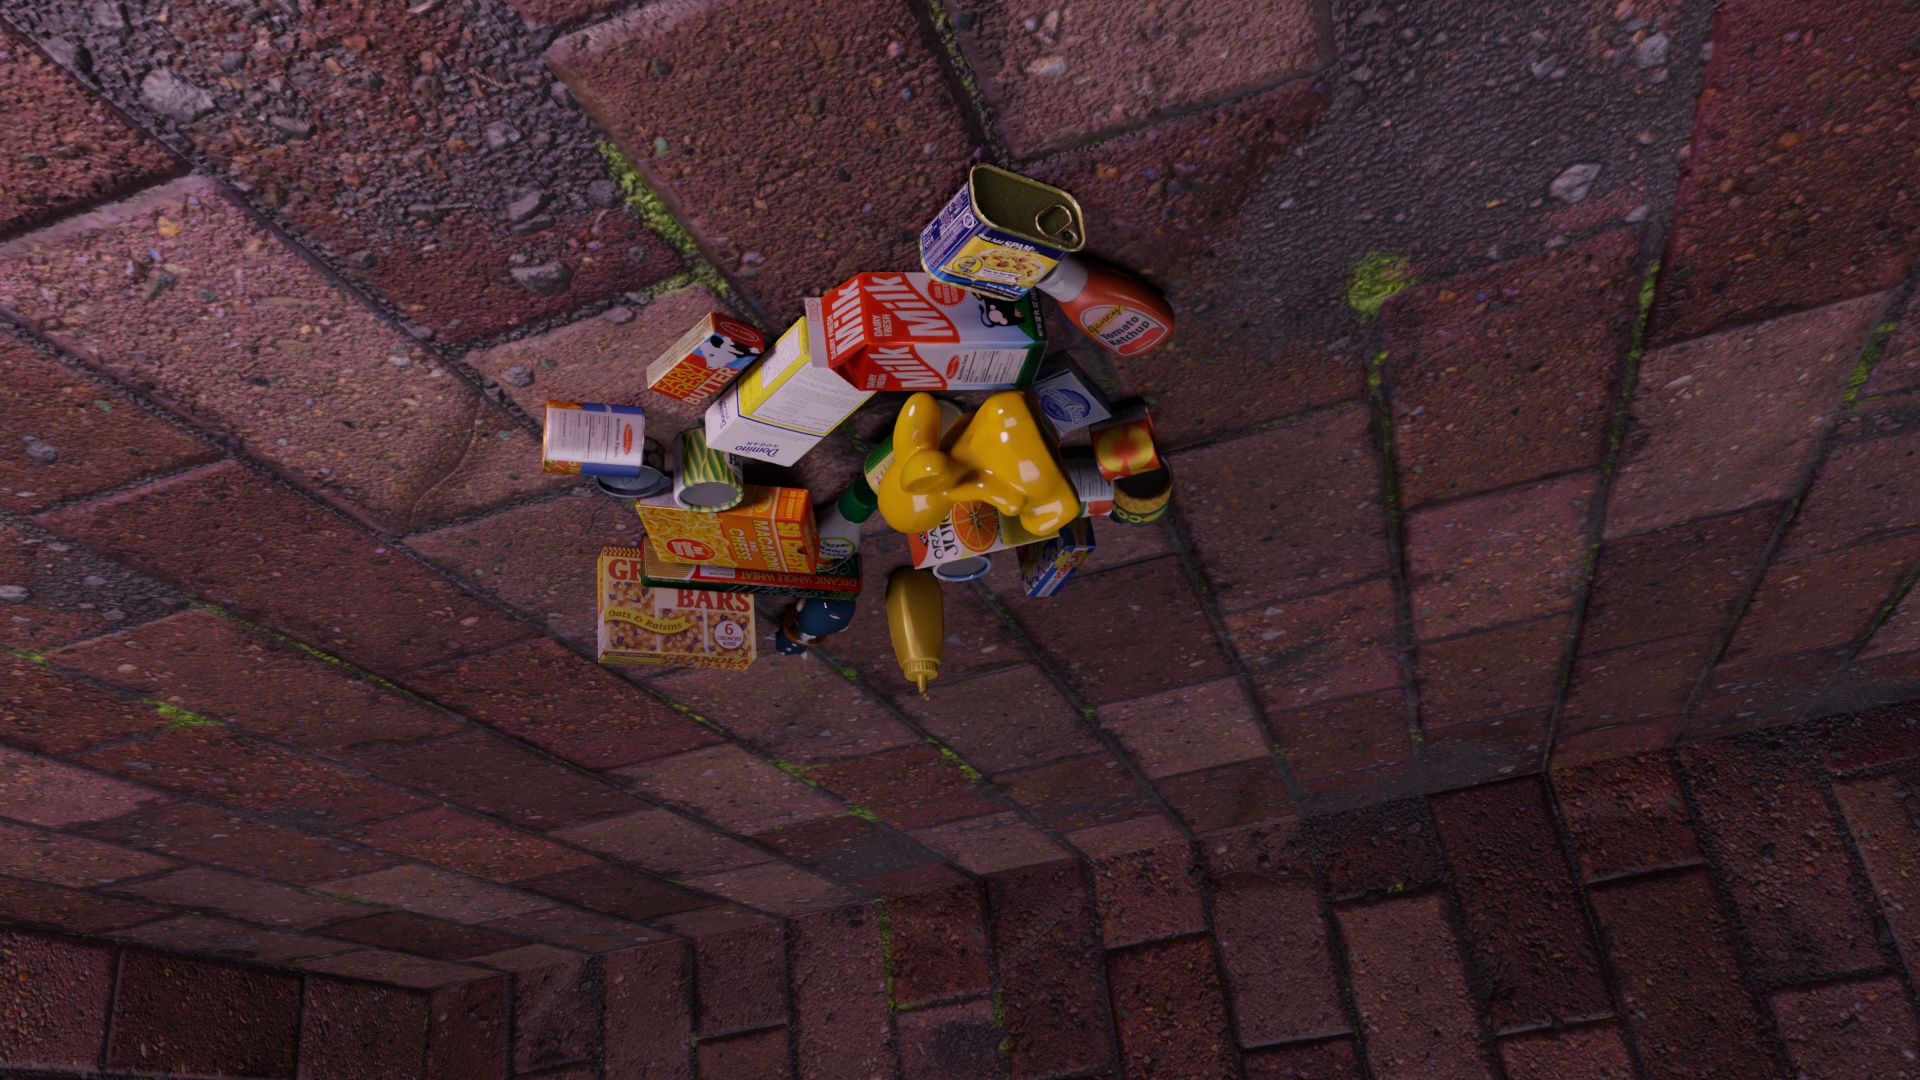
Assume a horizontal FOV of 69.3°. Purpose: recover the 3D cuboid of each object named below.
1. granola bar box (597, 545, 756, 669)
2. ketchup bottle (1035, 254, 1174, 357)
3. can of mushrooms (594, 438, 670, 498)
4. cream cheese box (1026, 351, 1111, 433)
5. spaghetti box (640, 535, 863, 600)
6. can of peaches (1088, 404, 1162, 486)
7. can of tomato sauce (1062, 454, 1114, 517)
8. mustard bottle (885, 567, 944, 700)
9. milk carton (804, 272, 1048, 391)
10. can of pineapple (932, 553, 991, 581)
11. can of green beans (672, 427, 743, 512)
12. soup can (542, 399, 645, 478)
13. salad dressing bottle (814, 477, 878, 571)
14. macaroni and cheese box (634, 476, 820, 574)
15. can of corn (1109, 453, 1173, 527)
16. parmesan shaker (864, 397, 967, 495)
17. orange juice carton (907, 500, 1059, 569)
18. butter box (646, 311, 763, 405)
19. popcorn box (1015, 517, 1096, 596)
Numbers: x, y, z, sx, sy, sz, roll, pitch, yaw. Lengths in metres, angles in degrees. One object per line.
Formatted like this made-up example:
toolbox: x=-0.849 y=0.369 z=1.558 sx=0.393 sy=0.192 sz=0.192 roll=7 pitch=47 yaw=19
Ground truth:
granola bar box: x=-0.310 y=0.075 z=1.515 sx=0.166 sy=0.124 sz=0.039 roll=6 pitch=151 yaw=-25
ketchup bottle: x=0.114 y=-0.203 z=1.163 sx=0.064 sy=0.044 sz=0.149 roll=-28 pitch=147 yaw=33
can of mushrooms: x=-0.313 y=-0.070 z=1.325 sx=0.071 sy=0.033 sz=0.070 roll=-6 pitch=153 yaw=-3
cream cheese box: x=0.098 y=-0.138 z=1.312 sx=0.053 sy=0.024 sz=0.103 roll=-20 pitch=152 yaw=22
spaghetti box: x=-0.228 y=0.032 z=1.537 sx=0.250 sy=0.050 sz=0.028 roll=5 pitch=153 yaw=-26
can of peaches: x=0.163 y=-0.094 z=1.368 sx=0.058 sy=0.071 sz=0.071 roll=-15 pitch=153 yaw=13
can of tomato sauce: x=0.110 y=-0.055 z=1.437 sx=0.083 sy=0.071 sz=0.071 roll=-4 pitch=154 yaw=-9
mustard bottle: x=-0.051 y=0.112 z=1.623 sx=0.065 sy=0.161 sz=0.048 roll=12 pitch=149 yaw=-31
milk carton: x=-0.031 y=-0.173 z=1.151 sx=0.191 sy=0.072 sz=0.073 roll=-3 pitch=153 yaw=-13
can of pineapple: x=0.000 y=0.006 z=1.537 sx=0.071 sy=0.058 sz=0.070 roll=-6 pitch=154 yaw=-3
can of green beans: x=-0.240 y=-0.066 z=1.324 sx=0.071 sy=0.058 sz=0.071 roll=-6 pitch=154 yaw=-3
soup can: x=-0.329 y=-0.090 z=1.244 sx=0.084 sy=0.071 sz=0.071 roll=3 pitch=152 yaw=-19
salad dressing bottle: x=-0.127 y=-0.017 z=1.471 sx=0.064 sy=0.044 sz=0.147 roll=11 pitch=148 yaw=-23
macaroni and cheese box: x=-0.233 y=-0.014 z=1.411 sx=0.166 sy=0.040 sz=0.123 roll=5 pitch=153 yaw=4
can of corn: x=0.186 y=-0.055 z=1.454 sx=0.071 sy=0.071 sz=0.058 roll=-7 pitch=153 yaw=-1
parmesan shaker: x=-0.036 y=-0.083 z=1.334 sx=0.071 sy=0.071 sz=0.102 roll=11 pitch=148 yaw=-33
orange juice carton: x=0.005 y=-0.018 z=1.425 sx=0.073 sy=0.072 sz=0.192 roll=-11 pitch=178 yaw=-41
butter box: x=-0.220 y=-0.155 z=1.189 sx=0.053 sy=0.024 sz=0.103 roll=18 pitch=144 yaw=-40
popcorn box: x=0.101 y=-0.002 z=1.519 sx=0.038 sy=0.085 sz=0.126 roll=1 pitch=152 yaw=-20
